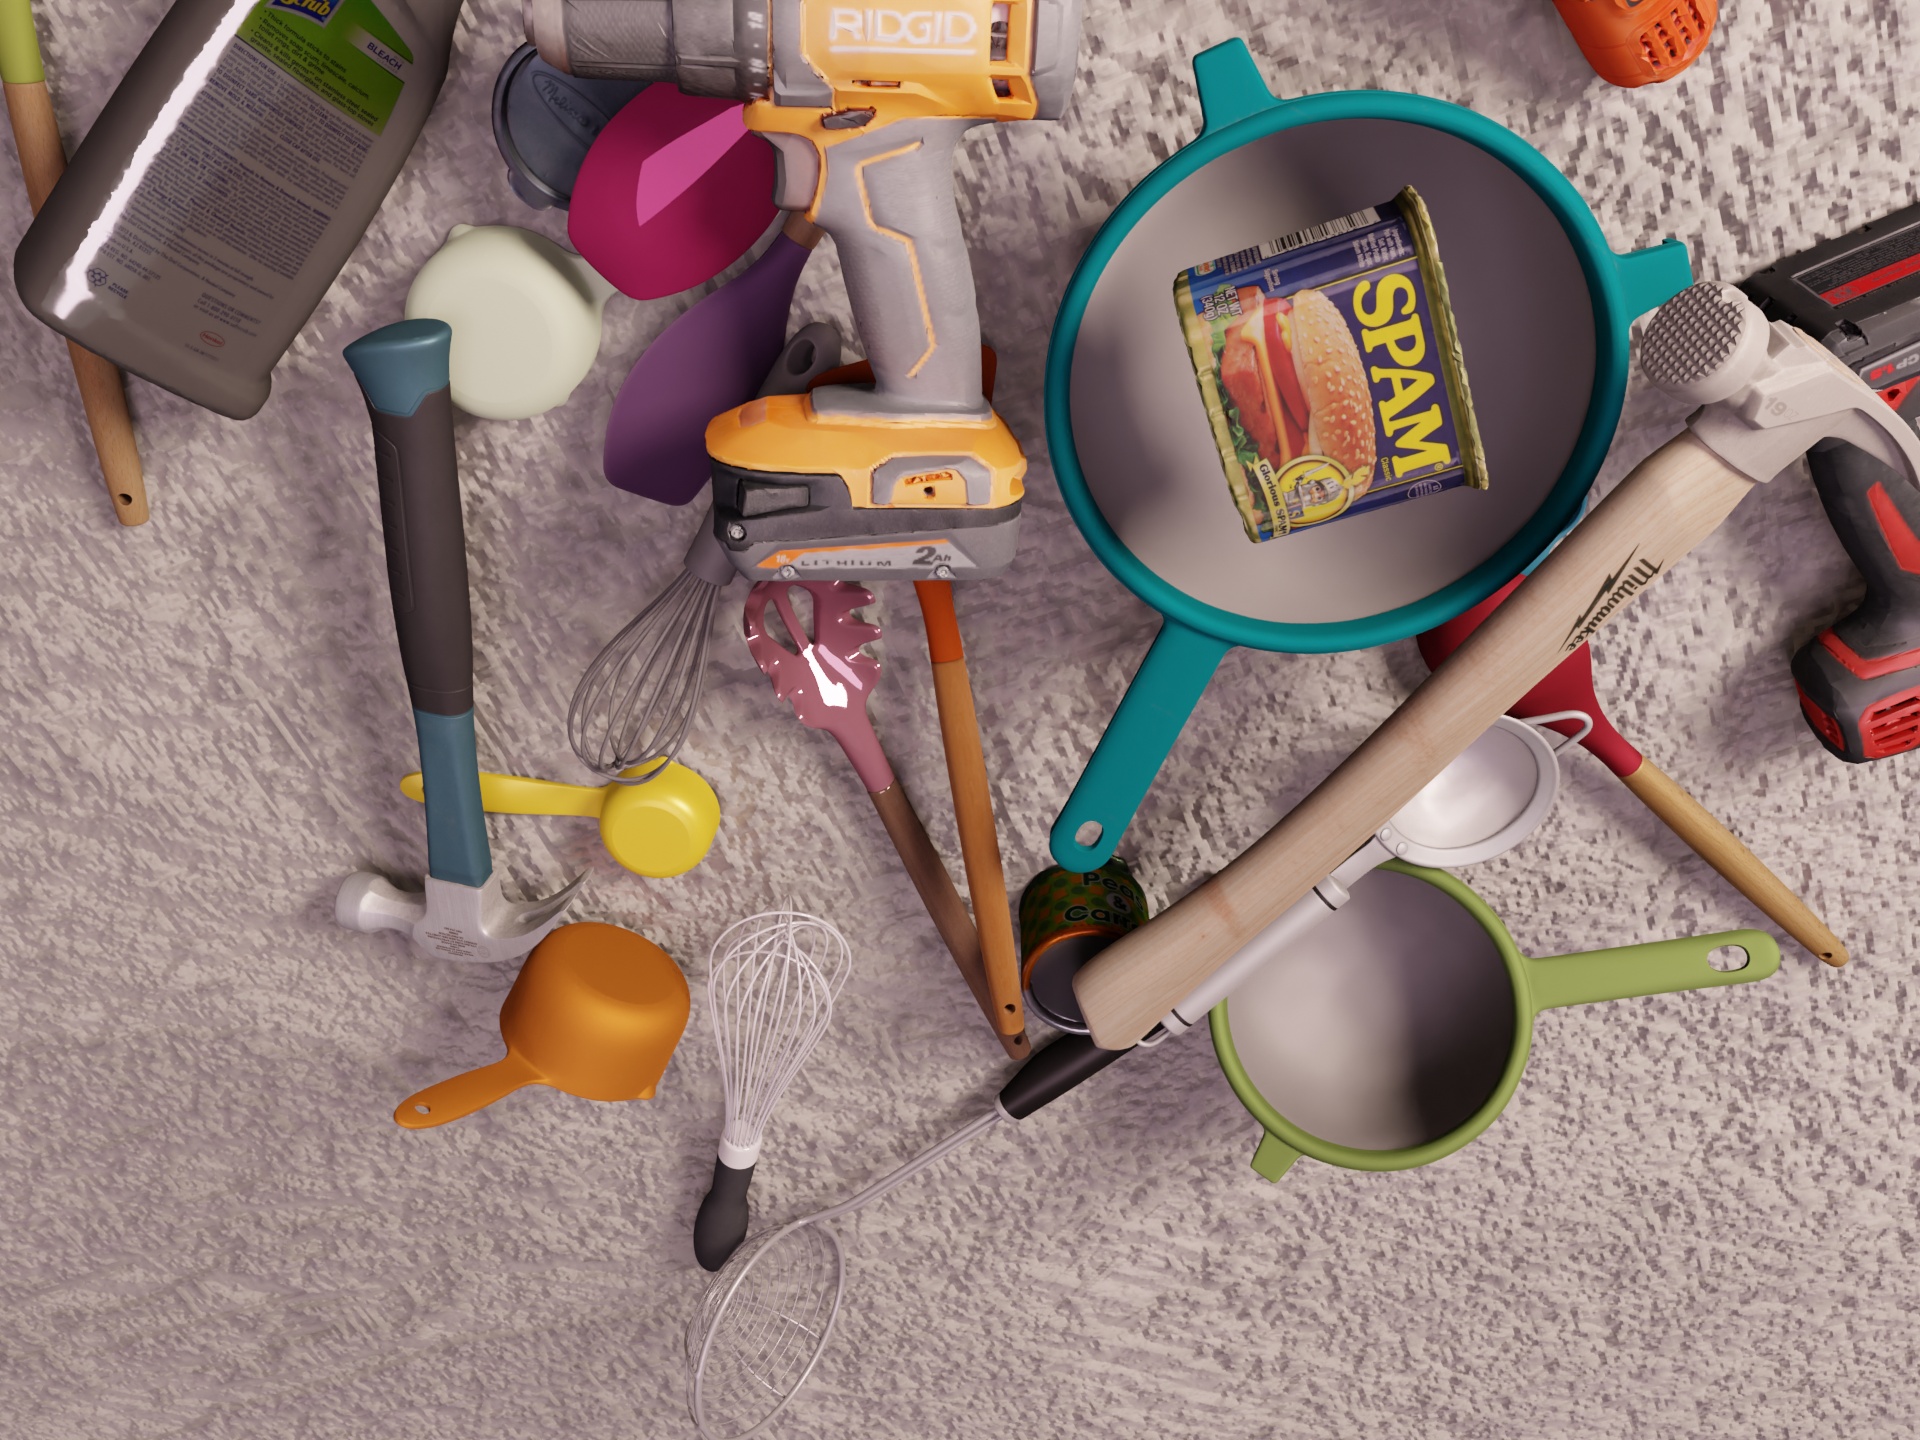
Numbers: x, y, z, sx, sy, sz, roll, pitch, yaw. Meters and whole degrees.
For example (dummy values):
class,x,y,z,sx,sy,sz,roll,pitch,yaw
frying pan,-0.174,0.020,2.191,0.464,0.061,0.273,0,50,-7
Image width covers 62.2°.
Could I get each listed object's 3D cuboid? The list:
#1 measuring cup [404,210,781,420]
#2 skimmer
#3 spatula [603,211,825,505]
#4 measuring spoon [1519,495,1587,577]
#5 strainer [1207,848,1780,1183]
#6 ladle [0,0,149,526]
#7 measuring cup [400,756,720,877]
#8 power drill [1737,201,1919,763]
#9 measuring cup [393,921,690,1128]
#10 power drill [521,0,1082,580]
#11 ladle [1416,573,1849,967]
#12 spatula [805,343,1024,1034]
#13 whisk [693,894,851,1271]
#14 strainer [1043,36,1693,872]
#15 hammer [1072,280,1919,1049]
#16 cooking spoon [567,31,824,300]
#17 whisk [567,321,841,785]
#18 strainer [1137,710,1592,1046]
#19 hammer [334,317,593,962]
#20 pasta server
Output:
class,x,y,z,sx,sy,sz,roll,pitch,yaw
measuring cup,-0.147,-0.175,0.640,0.167,0.038,0.083,-20,117,14
skimmer,-0.008,0.265,0.857,0.363,0.090,0.127,-37,153,16
spatula,-0.053,-0.212,0.624,0.059,0.018,0.316,16,122,-41
measuring spoon,0.250,-0.064,0.706,0.042,0.021,0.128,-1,129,12
strainer,0.250,0.129,0.766,0.256,0.069,0.151,-11,80,16
ladle,-0.359,-0.217,0.615,0.078,0.062,0.320,-3,123,-10
measuring cup,-0.196,0.045,0.772,0.156,0.029,0.062,6,120,-3
power drill,0.426,-0.099,0.645,0.188,0.080,0.226,-22,119,14
measuring cup,-0.196,0.145,0.755,0.095,0.173,0.052,36,109,17
power drill,-0.056,-0.167,0.575,0.185,0.084,0.226,-1,119,-7
ladle,0.326,0.034,0.745,0.315,0.031,0.069,36,135,-22
spatula,-0.001,-0.002,0.710,0.081,0.041,0.322,-12,106,-6
whisk,-0.112,0.205,0.848,0.070,0.070,0.284,12,125,-5
strainer,0.114,-0.088,0.649,0.211,0.095,0.340,21,120,-9
hammer,0.189,0.014,0.648,0.146,0.038,0.410,17,129,-32
cooking spoon,-0.022,-0.269,0.569,0.319,0.017,0.068,-39,119,17
whisk,-0.112,-0.069,0.699,0.055,0.055,0.239,26,112,-12
strainer,0.176,0.071,0.739,0.258,0.050,0.086,-42,114,15
hammer,-0.233,-0.019,0.707,0.128,0.033,0.330,12,125,8
pasta server,-0.024,0.054,0.767,0.060,0.040,0.316,-34,120,-16
